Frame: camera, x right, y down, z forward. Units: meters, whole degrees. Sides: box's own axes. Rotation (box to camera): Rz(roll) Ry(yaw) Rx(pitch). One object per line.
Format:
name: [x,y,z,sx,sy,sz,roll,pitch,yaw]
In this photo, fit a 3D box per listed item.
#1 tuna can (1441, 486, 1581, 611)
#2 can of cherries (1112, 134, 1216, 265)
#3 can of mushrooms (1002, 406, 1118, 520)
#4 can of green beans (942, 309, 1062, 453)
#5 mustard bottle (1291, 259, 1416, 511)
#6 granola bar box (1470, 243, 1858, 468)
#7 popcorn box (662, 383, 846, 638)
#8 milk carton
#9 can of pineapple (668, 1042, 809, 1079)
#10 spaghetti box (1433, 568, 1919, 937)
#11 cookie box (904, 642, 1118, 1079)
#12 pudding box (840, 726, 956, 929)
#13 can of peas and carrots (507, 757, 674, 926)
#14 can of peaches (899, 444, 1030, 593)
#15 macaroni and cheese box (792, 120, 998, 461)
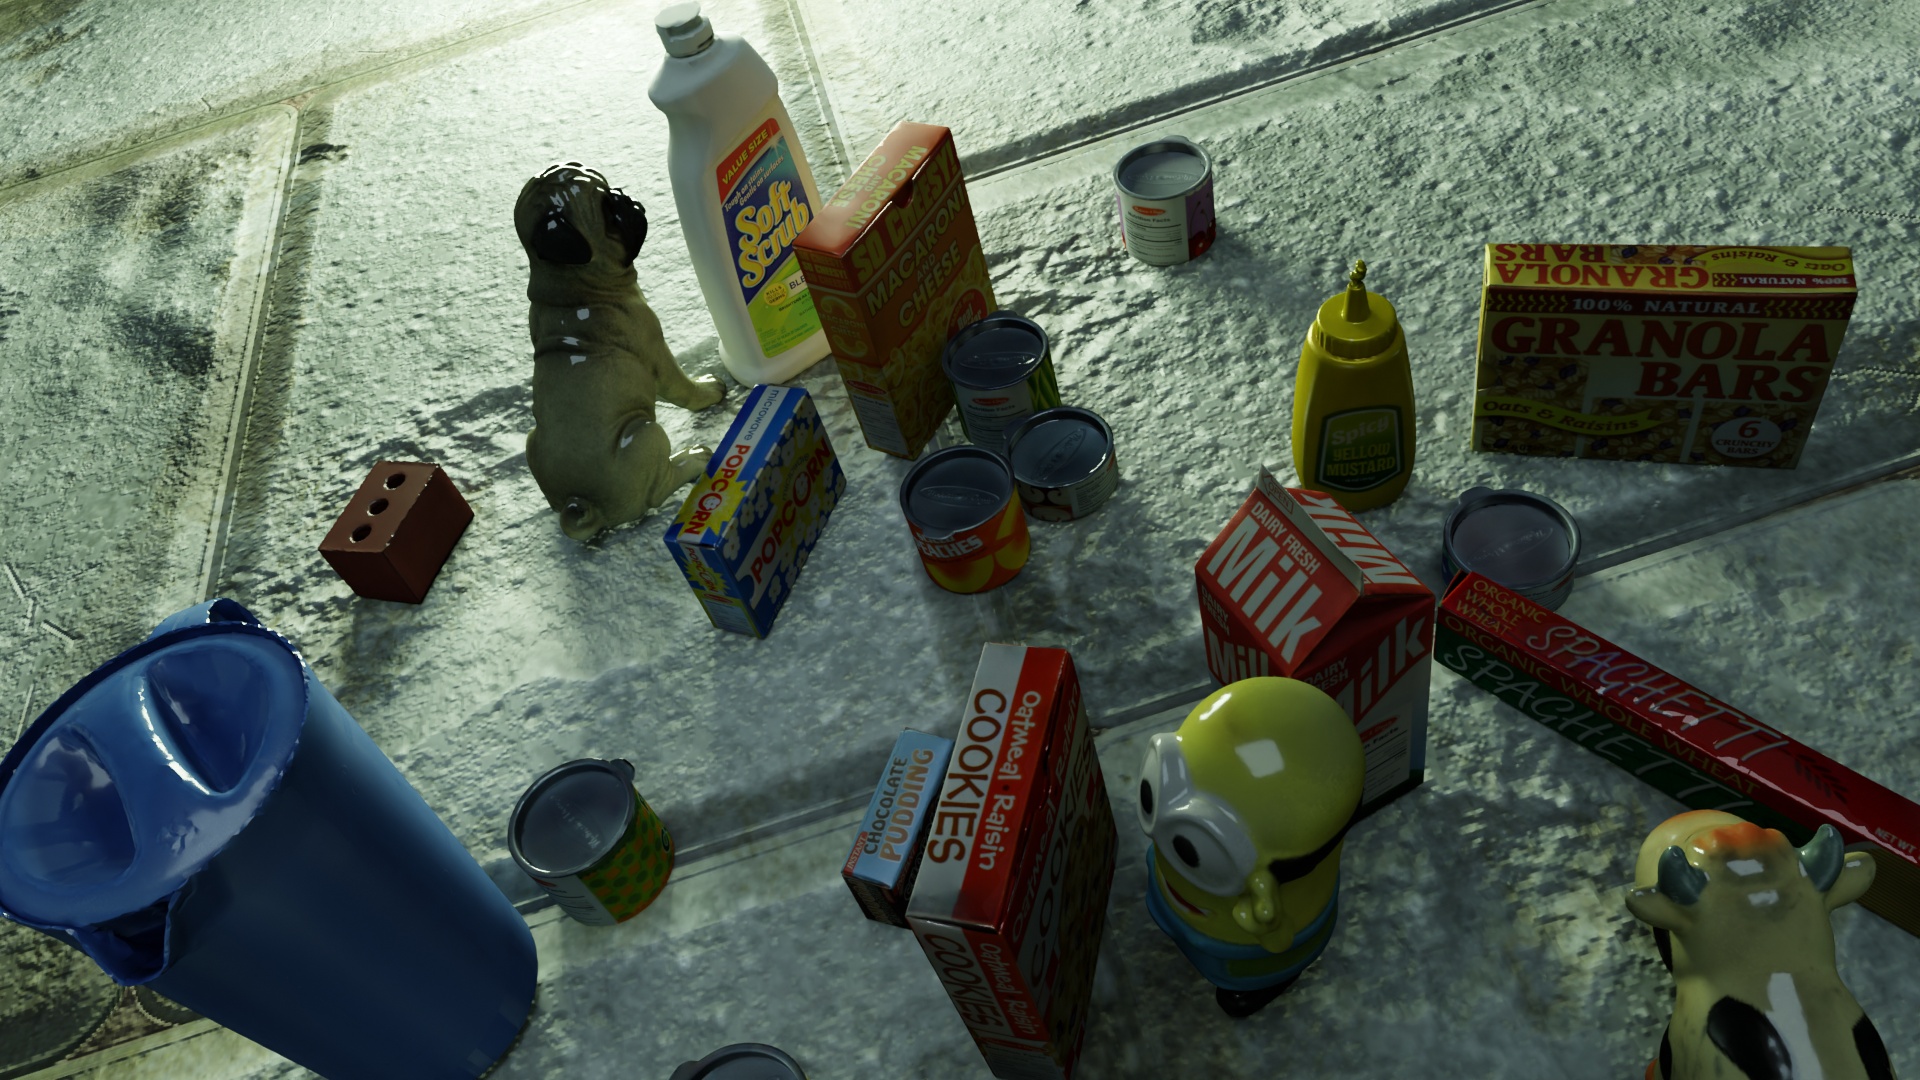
tuna can: [0.283,0.006,0.720,0.071,0.032,0.071,-8,49,9]
can of cherries: [0.141,-0.232,0.947,0.071,0.058,0.072,-8,49,9]
can of mushrooms: [0.058,-0.047,0.827,0.071,0.033,0.071,-8,49,9]
can of green beans: [0.027,-0.097,0.863,0.071,0.057,0.071,-8,49,9]
mustard bottle: [0.207,-0.081,0.731,0.065,0.159,0.049,-9,49,9]
granola bar box: [0.358,-0.095,0.726,0.165,0.123,0.039,5,52,19]
popcorn box: [-0.117,-0.019,0.817,0.038,0.084,0.127,8,53,22]
milk carton: [0.156,0.050,0.611,0.073,0.189,0.072,-28,49,-8]
can of pineapple: [-0.087,0.255,0.591,0.071,0.057,0.071,-8,49,9]
spaghetti box: [0.327,0.092,0.623,0.029,0.050,0.250,-42,52,-20]
cookie box: [0.030,0.140,0.585,0.040,0.166,0.123,3,51,18]
pudding box: [-0.025,0.140,0.679,0.030,0.049,0.084,9,53,22]
can of peas and carrots: [-0.185,0.152,0.707,0.071,0.058,0.071,-8,49,9]
can of peaches: [0.003,-0.010,0.795,0.071,0.057,0.071,-8,49,9]
macaroni and cheese box: [-0.031,-0.151,0.853,0.040,0.165,0.124,17,57,27]
